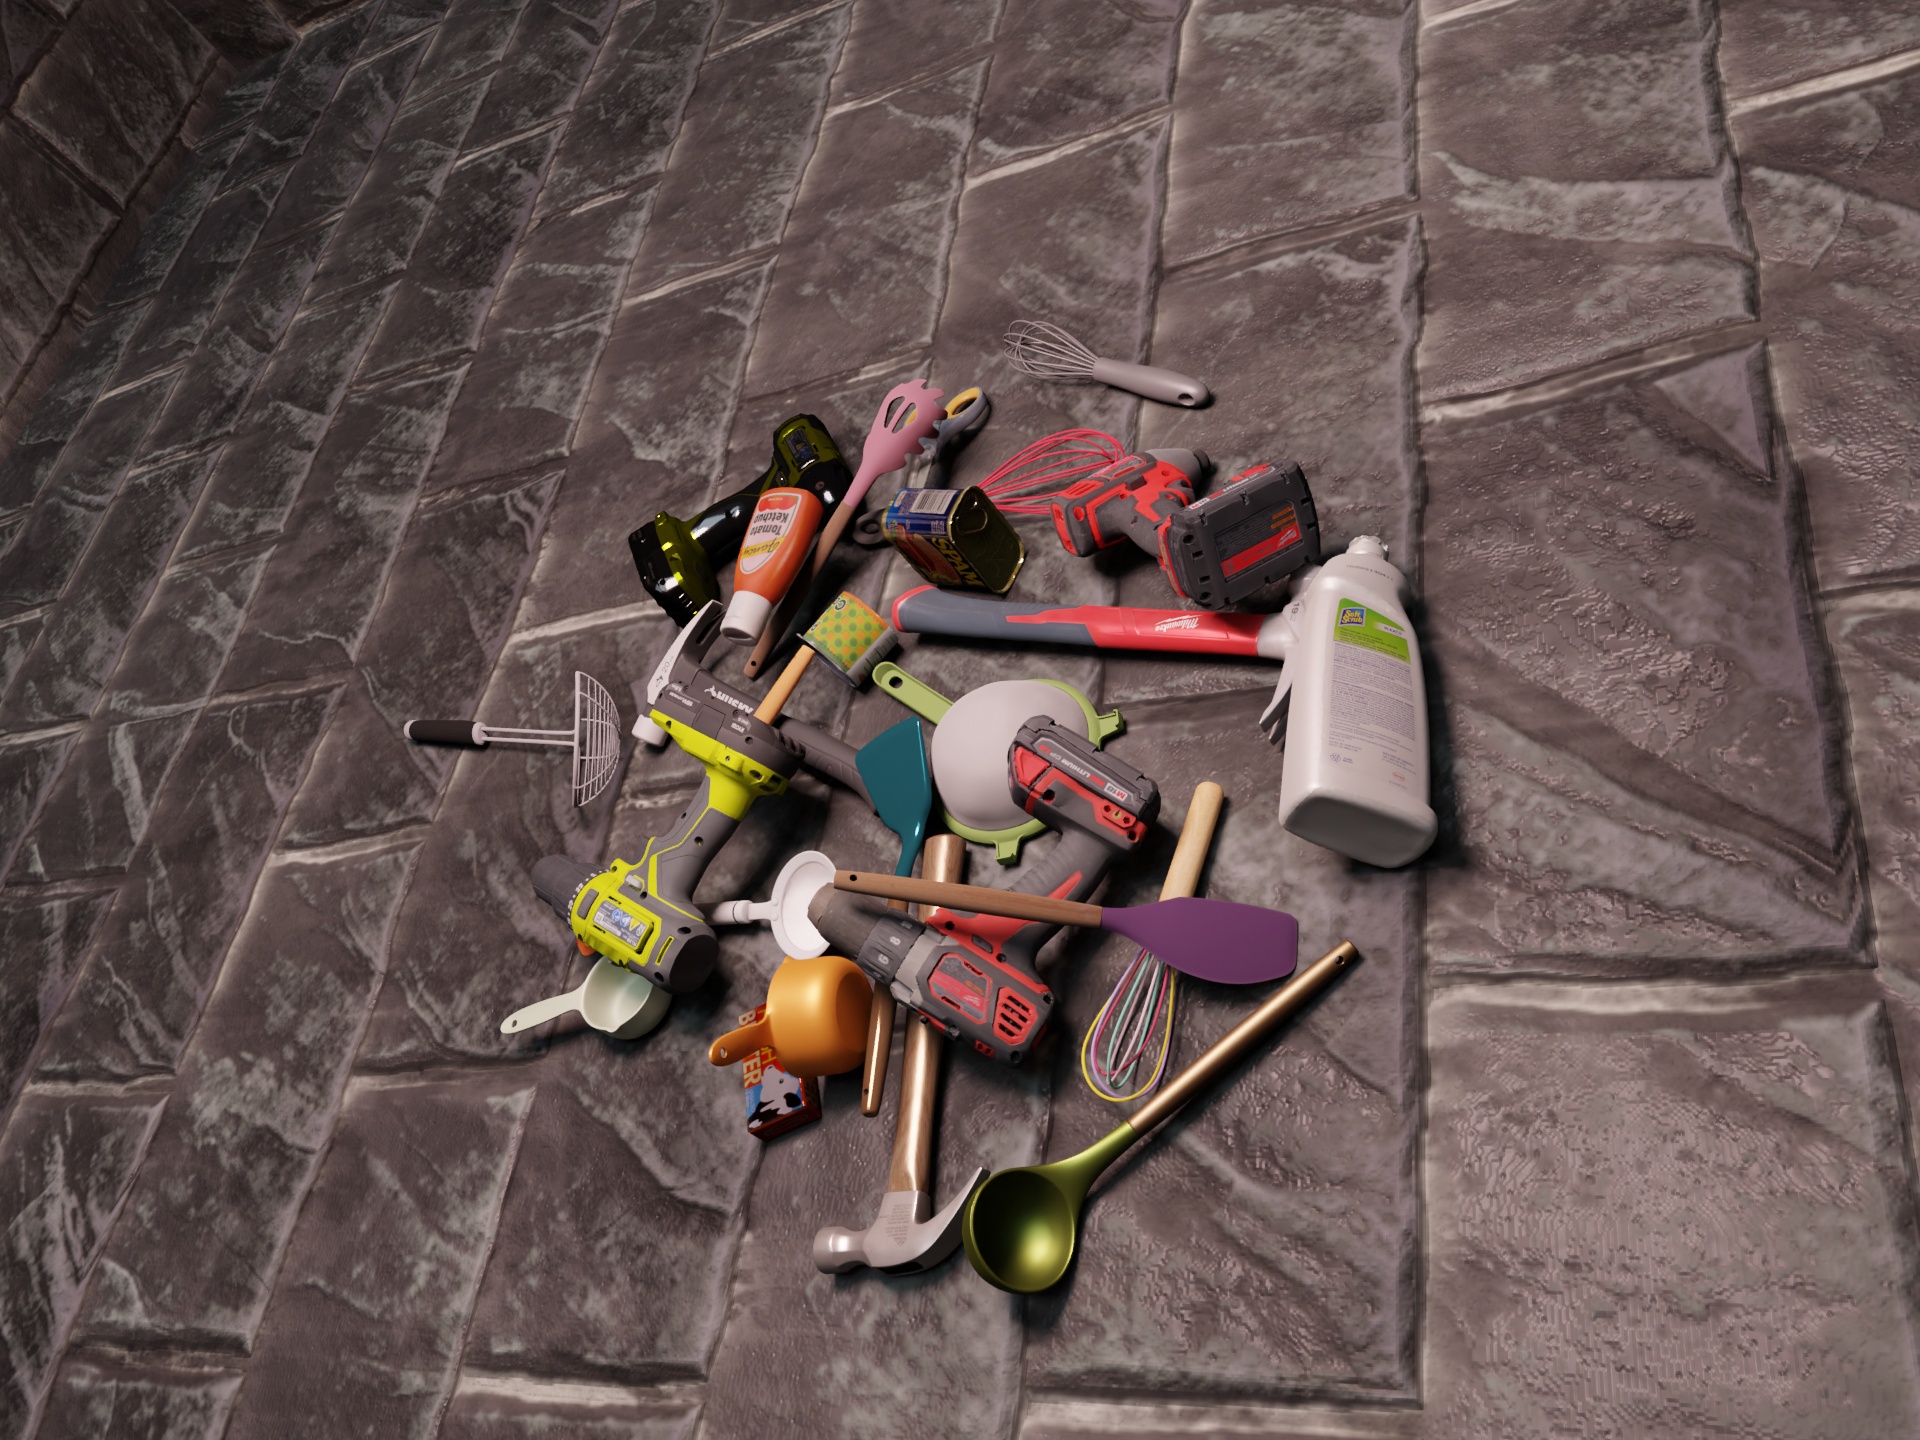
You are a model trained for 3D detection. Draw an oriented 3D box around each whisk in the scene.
[{"bbox_3d":[0.138,0.147,1.102,0.047,0.051,0.245,-2,55,39],"label":"whisk"},{"bbox_3d":[0.018,-0.199,1.423,0.296,0.073,0.073,-11,53,34],"label":"whisk"},{"bbox_3d":[0.129,-0.322,1.448,0.239,0.055,0.055,26,75,38],"label":"whisk"}]

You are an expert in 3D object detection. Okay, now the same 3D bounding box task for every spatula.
[{"bbox_3d":[0.069,0.132,1.075,0.316,0.018,0.060,9,59,4],"label":"spatula"},{"bbox_3d":[-0.226,0.068,1.373,0.322,0.041,0.081,-56,23,3],"label":"spatula"},{"bbox_3d":[-0.058,0.144,1.193,0.082,0.044,0.318,-32,39,38],"label":"spatula"}]

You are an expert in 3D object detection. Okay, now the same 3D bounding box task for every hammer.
[{"bbox_3d":[-0.024,0.231,1.155,0.130,0.031,0.332,-13,52,27],"label":"hammer"},{"bbox_3d":[-0.158,0.002,1.396,0.335,0.035,0.146,25,88,40],"label":"hammer"},{"bbox_3d":[0.101,-0.063,1.273,0.386,0.038,0.143,6,61,35],"label":"hammer"}]

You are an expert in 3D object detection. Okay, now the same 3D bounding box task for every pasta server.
[{"bbox_3d":[-0.112,-0.173,1.459,0.060,0.040,0.316,35,101,15],"label":"pasta server"}]

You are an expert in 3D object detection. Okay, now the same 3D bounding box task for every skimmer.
[{"bbox_3d":[-0.459,0.014,1.562,0.363,0.090,0.127,2,91,37],"label":"skimmer"}]

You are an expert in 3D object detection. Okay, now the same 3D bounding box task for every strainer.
[{"bbox_3d":[-0.002,-0.004,1.285,0.151,0.069,0.257,-50,47,-8],"label":"strainer"},{"bbox_3d":[-0.169,0.155,1.302,0.258,0.050,0.087,-8,75,36],"label":"strainer"}]

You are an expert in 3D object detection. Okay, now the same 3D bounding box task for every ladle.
[{"bbox_3d":[0.133,0.248,1.022,0.320,0.062,0.078,-39,89,-2],"label":"ladle"}]

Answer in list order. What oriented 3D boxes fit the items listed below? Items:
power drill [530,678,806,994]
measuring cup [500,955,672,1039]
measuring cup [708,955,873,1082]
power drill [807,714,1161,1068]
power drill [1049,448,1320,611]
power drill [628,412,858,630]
[{"bbox_3d":[-0.245,0.088,1.307,0.191,0.080,0.228,24,83,33],"label":"power drill"},{"bbox_3d":[-0.312,0.242,1.336,0.167,0.038,0.083,-21,49,22],"label":"measuring cup"},{"bbox_3d":[-0.115,0.219,1.136,0.052,0.173,0.095,-12,87,22],"label":"measuring cup"},{"bbox_3d":[0.019,0.109,1.131,0.188,0.080,0.227,31,74,10],"label":"power drill"},{"bbox_3d":[0.177,-0.165,1.250,0.143,0.078,0.220,-28,26,-15],"label":"power drill"},{"bbox_3d":[-0.204,-0.190,1.549,0.223,0.080,0.171,-34,42,5],"label":"power drill"}]
